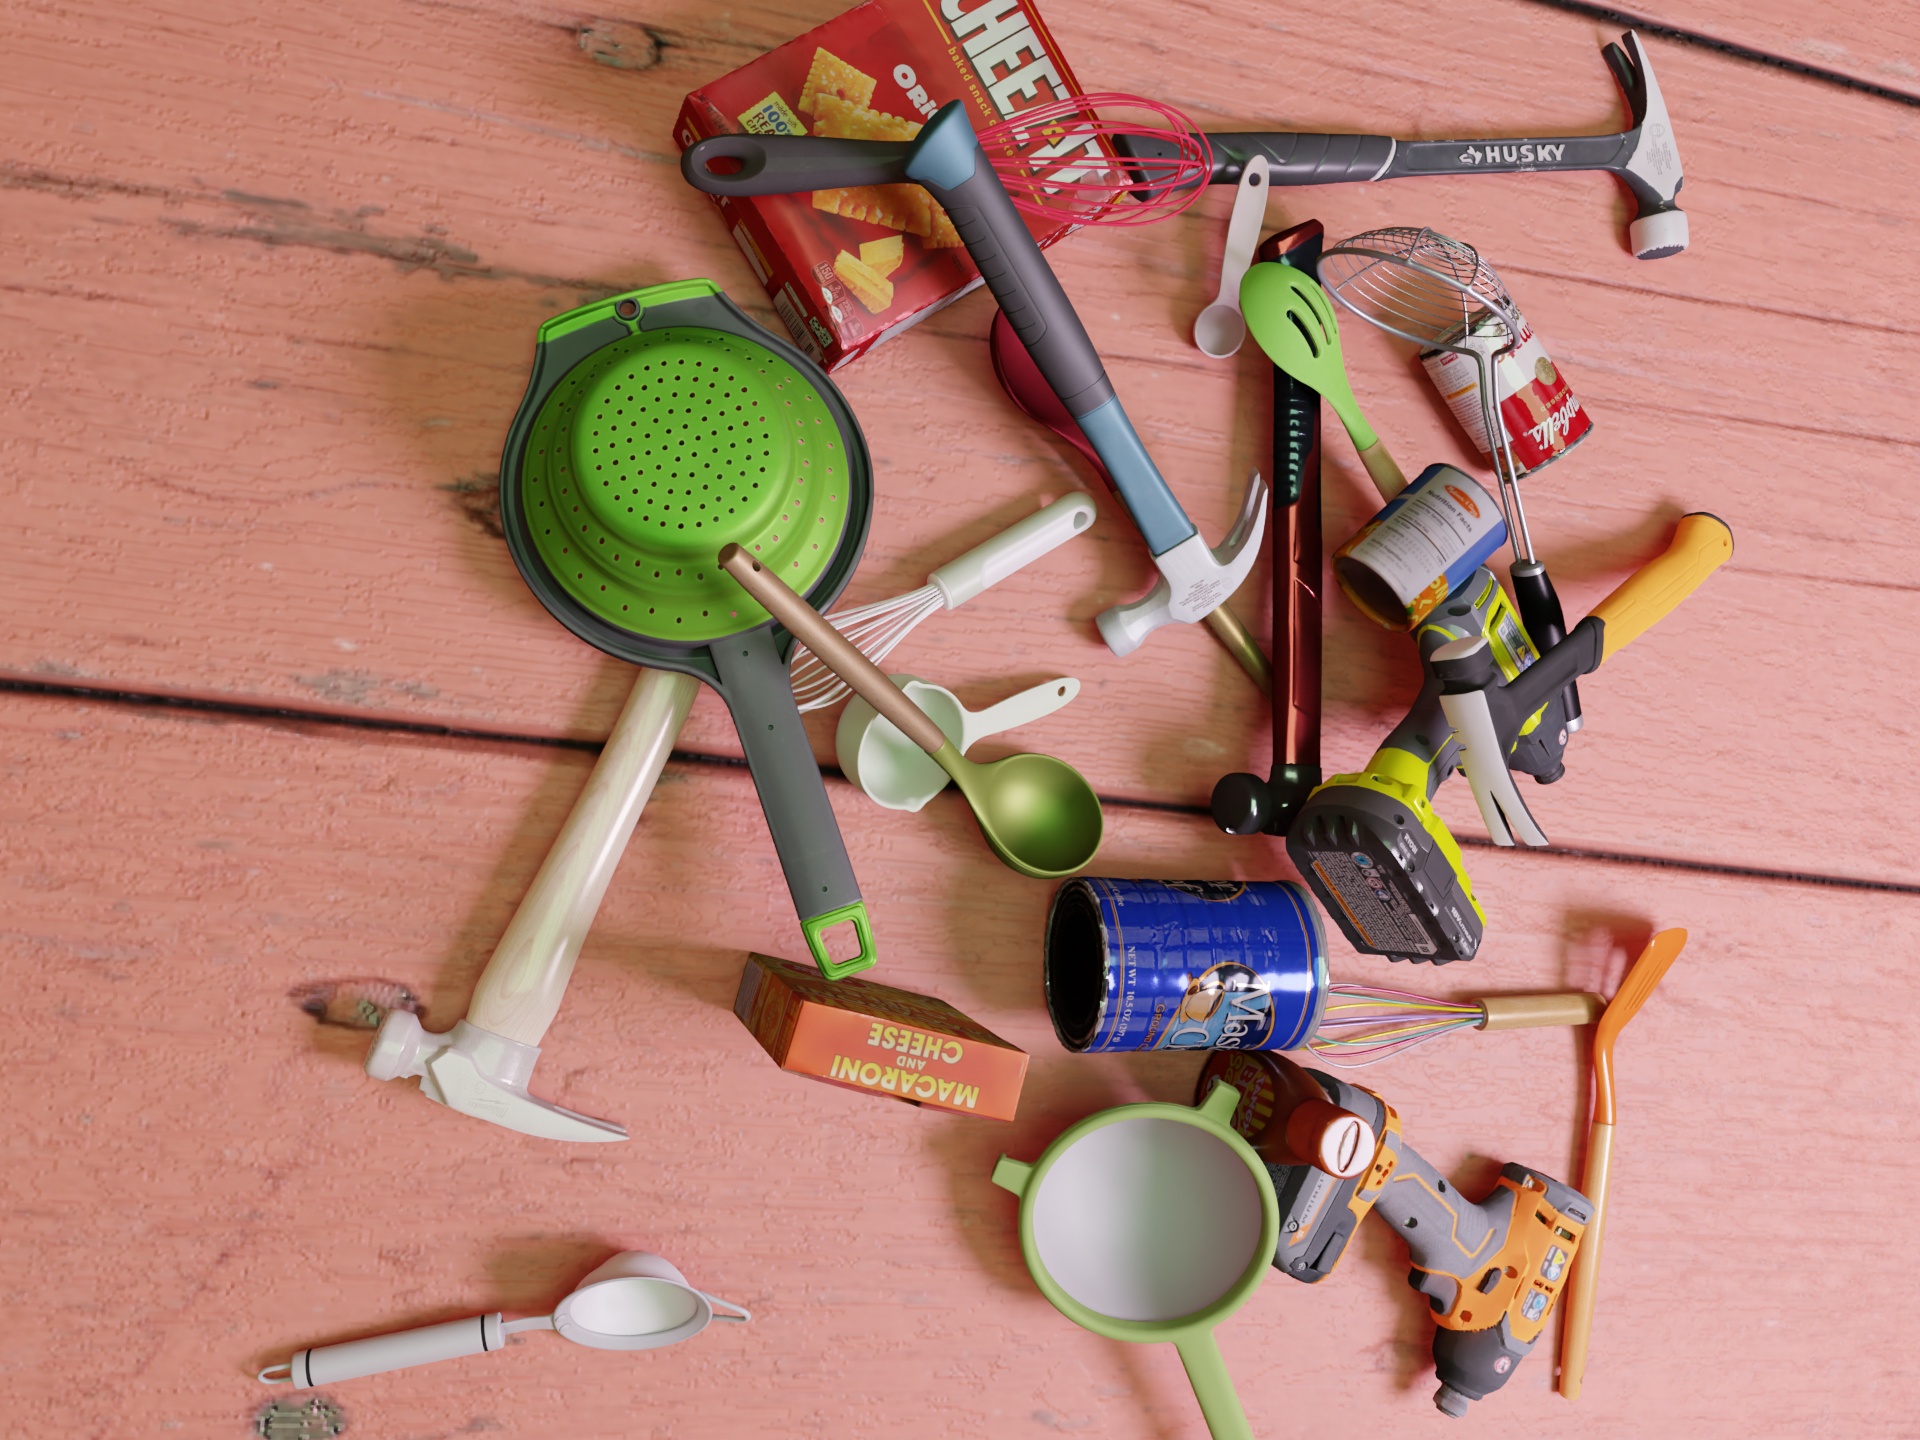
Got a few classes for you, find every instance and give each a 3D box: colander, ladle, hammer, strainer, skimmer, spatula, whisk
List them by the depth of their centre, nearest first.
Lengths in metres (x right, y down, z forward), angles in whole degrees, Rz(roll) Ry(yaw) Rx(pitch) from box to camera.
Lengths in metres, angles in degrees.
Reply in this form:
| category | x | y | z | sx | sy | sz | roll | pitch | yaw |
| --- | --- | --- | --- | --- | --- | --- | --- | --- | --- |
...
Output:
| category | x | y | z | sx | sy | sz | roll | pitch | yaw |
| --- | --- | --- | --- | --- | --- | --- | --- | --- | --- |
| colander | -0.118 | -0.056 | 0.831 | 0.204 | 0.094 | 0.397 | -19 | 85 | -9 |
| ladle | -0.018 | -0.003 | 0.851 | 0.319 | 0.062 | 0.078 | 44 | 44 | -45 |
| whisk | -0.002 | -0.302 | 0.862 | 0.295 | 0.073 | 0.073 | -5 | 91 | -11 |
| strainer | -0.246 | 0.328 | 0.864 | 0.258 | 0.050 | 0.086 | -8 | 135 | -11 |
| hammer | 0.066 | -0.187 | 0.888 | 0.128 | 0.033 | 0.330 | -29 | 120 | 11 |
| hammer | -0.177 | 0.028 | 0.890 | 0.146 | 0.038 | 0.411 | 25 | 82 | -16 |
| whisk | -0.018 | -0.071 | 0.933 | 0.246 | 0.059 | 0.057 | -32 | 134 | -18 |
| strainer | 0.128 | 0.333 | 0.956 | 0.151 | 0.069 | 0.256 | -21 | 101 | 5 |
| ladle | 0.115 | -0.125 | 0.981 | 0.315 | 0.031 | 0.069 | 51 | 53 | -12 |
| skimmer | 0.318 | -0.137 | 0.993 | 0.090 | 0.127 | 0.363 | -29 | 113 | -16 |
| hammer | 0.223 | -0.120 | 1.000 | 0.143 | 0.038 | 0.386 | 5 | 84 | -34 |
| hammer | 0.408 | -0.049 | 1.001 | 0.337 | 0.034 | 0.127 | -31 | 105 | -37 |
| hammer | 0.291 | -0.370 | 1.032 | 0.409 | 0.036 | 0.149 | -7 | 90 | -16 |
| whisk | 0.316 | 0.193 | 1.033 | 0.245 | 0.051 | 0.047 | 1 | 110 | -20 |
| spatula | 0.435 | 0.294 | 1.060 | 0.081 | 0.041 | 0.322 | 8 | 90 | -51 |

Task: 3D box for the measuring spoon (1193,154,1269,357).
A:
| category | x | y | z | sx | sy | sz | roll | pitch | yaw |
| --- | --- | --- | --- | --- | --- | --- | --- | --- | --- |
| measuring spoon | 0.170 | -0.288 | 0.992 | 0.034 | 0.018 | 0.124 | 9 | 101 | -17 |

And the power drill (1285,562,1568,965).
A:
| category | x | y | z | sx | sy | sz | roll | pitch | yaw |
| --- | --- | --- | --- | --- | --- | --- | --- | --- | --- |
| power drill | 0.301 | 0.034 | 0.977 | 0.171 | 0.080 | 0.223 | 52 | 58 | -25 |

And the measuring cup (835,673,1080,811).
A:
| category | x | y | z | sx | sy | sz | roll | pitch | yaw |
| --- | --- | --- | --- | --- | --- | --- | --- | --- | --- |
| measuring cup | -0.001 | -0.003 | 0.943 | 0.167 | 0.038 | 0.083 | -20 | 121 | -34 |

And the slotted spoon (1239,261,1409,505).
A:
| category | x | y | z | sx | sy | sz | roll | pitch | yaw |
| --- | --- | --- | --- | --- | --- | --- | --- | --- | --- |
| slotted spoon | 0.268 | -0.155 | 0.996 | 0.313 | 0.031 | 0.070 | 52 | 56 | -23 |

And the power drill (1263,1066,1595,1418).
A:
| category | x | y | z | sx | sy | sz | roll | pitch | yaw |
| --- | --- | --- | --- | --- | --- | --- | --- | --- | --- |
| power drill | 0.280 | 0.331 | 0.997 | 0.226 | 0.084 | 0.164 | 30 | 82 | -18 |
